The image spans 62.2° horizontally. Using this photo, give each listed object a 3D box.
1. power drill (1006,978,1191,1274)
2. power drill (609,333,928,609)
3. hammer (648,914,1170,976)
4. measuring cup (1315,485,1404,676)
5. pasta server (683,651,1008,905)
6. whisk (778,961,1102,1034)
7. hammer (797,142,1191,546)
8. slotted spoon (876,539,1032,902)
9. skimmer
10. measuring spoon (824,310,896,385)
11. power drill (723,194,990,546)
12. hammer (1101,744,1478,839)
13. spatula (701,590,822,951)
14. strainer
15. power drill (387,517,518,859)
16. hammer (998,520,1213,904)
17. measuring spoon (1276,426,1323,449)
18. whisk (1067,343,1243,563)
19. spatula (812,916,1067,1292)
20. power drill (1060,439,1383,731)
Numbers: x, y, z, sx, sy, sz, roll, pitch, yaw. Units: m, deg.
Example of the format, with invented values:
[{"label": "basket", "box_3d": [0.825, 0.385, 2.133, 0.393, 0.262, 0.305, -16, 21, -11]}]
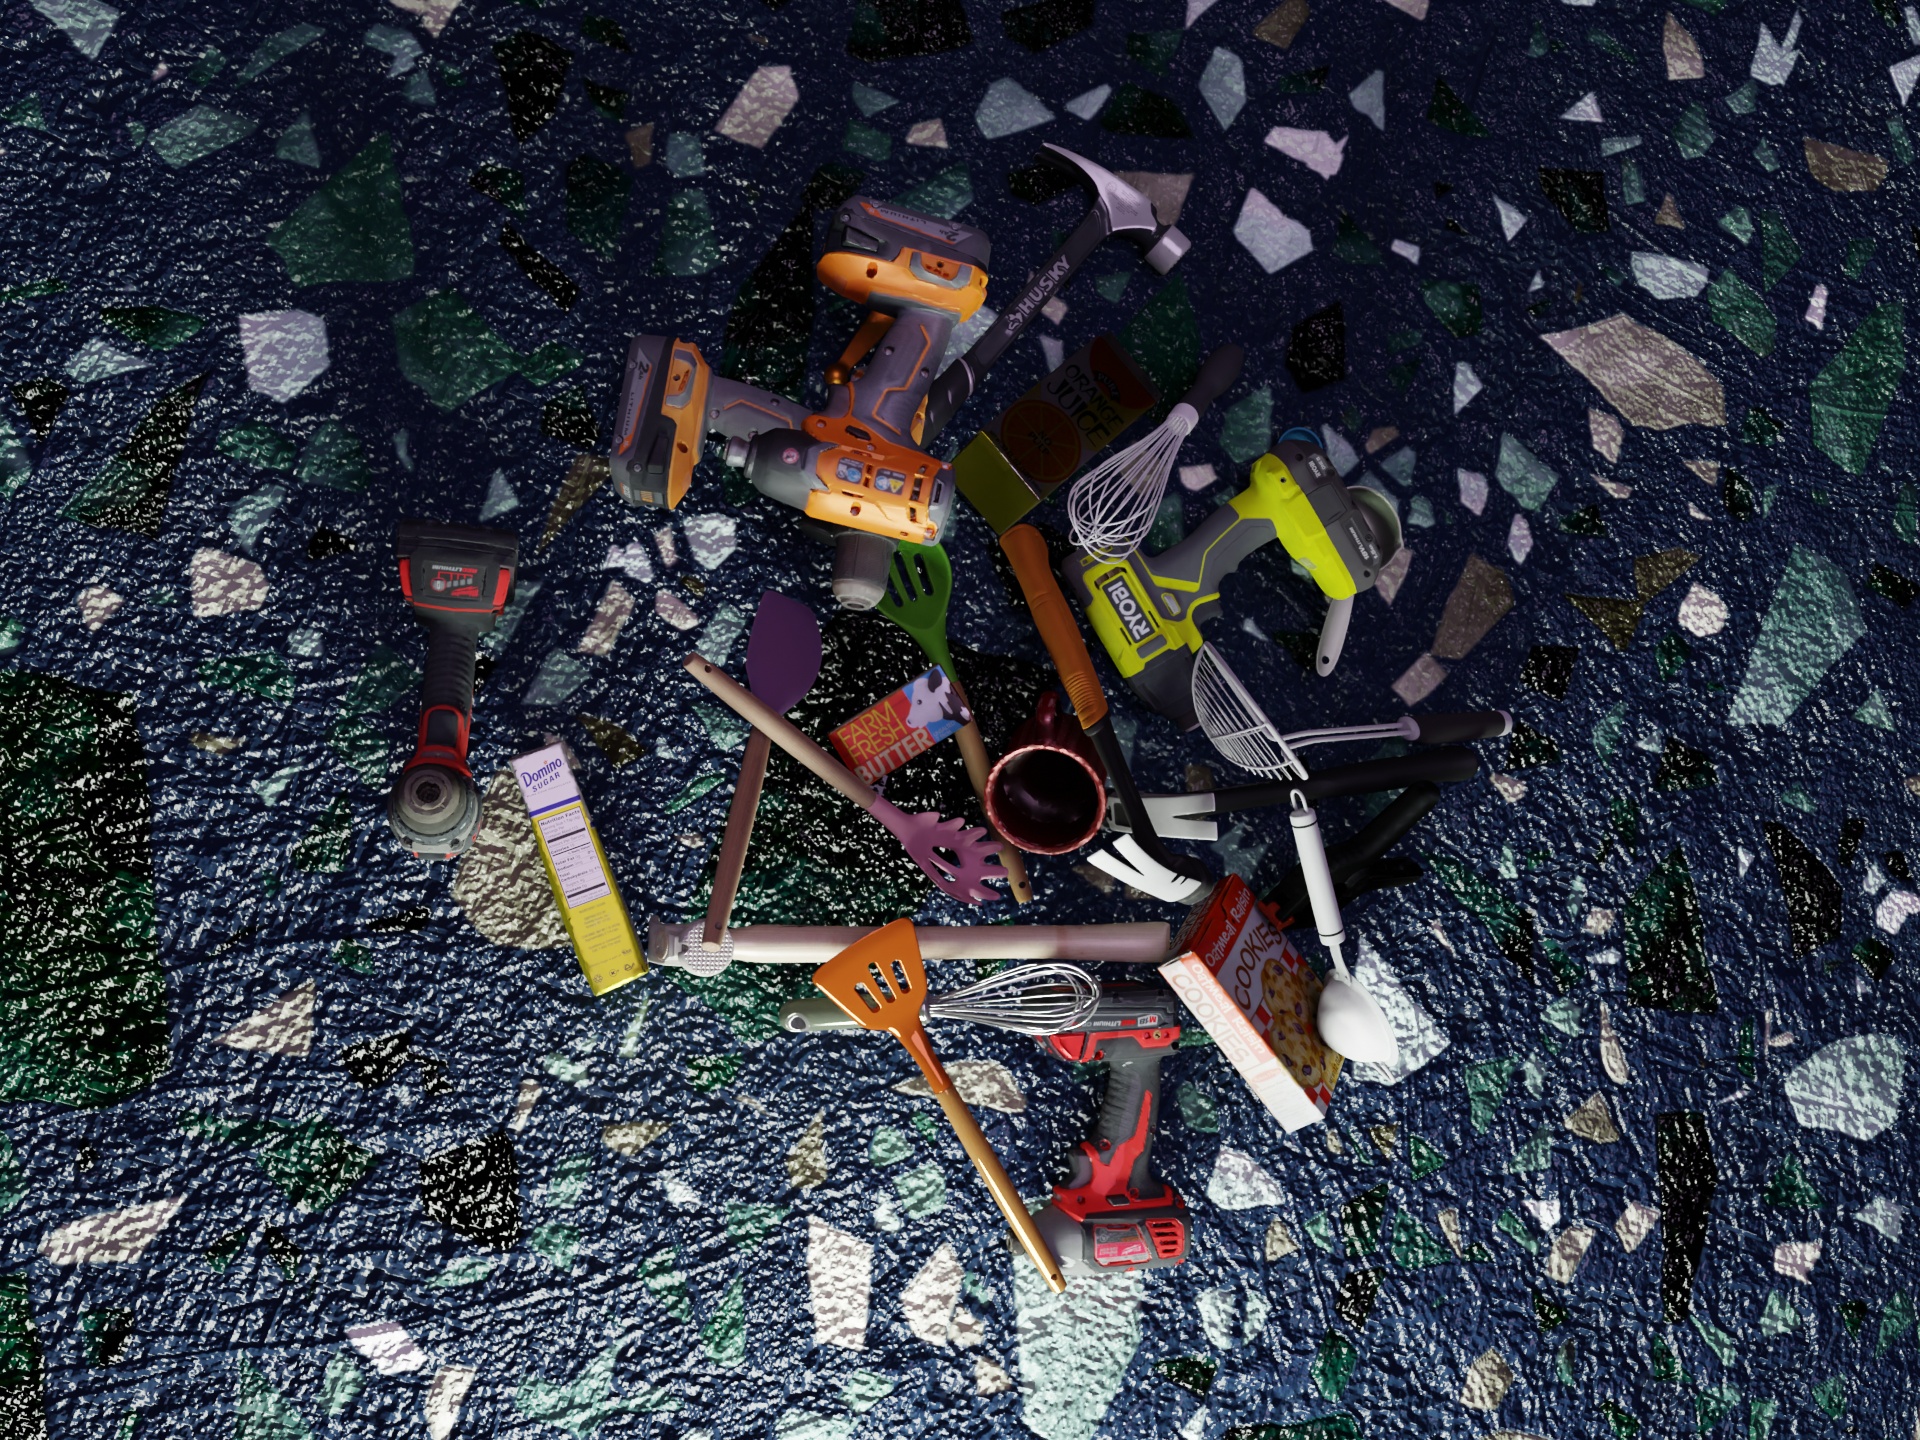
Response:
[{"label": "power drill", "box_3d": [0.103, 0.316, 1.229, 0.143, 0.078, 0.220, -1, 88, -14]}, {"label": "power drill", "box_3d": [-0.144, -0.186, 1.191, 0.226, 0.084, 0.185, 9, 78, -6]}, {"label": "hammer", "box_3d": [-0.028, 0.167, 1.203, 0.410, 0.146, 0.038, 3, 85, -24]}, {"label": "measuring cup", "box_3d": [0.319, -0.116, 1.346, 0.083, 0.038, 0.167, 18, 82, -12]}, {"label": "pasta server", "box_3d": [-0.080, 0.044, 1.172, 0.316, 0.040, 0.060, 41, 58, -32]}, {"label": "whisk", "box_3d": [-0.017, 0.211, 1.181, 0.246, 0.059, 0.057, -6, 118, 11]}, {"label": "hammer", "box_3d": [0.012, -0.296, 1.284, 0.149, 0.036, 0.409, 42, 77, -6]}, {"label": "slotted spoon", "box_3d": [-0.002, -0.004, 1.256, 0.070, 0.031, 0.314, -20, 92, -11]}, {"label": "skimmer", "box_3d": [0.329, -0.011, 1.266, 0.363, 0.090, 0.127, -3, 44, -32]}, {"label": "measuring spoon", "box_3d": [-0.071, -0.313, 1.275, 0.021, 0.011, 0.117, 38, 77, -8]}, {"label": "power drill", "box_3d": [-0.071, -0.251, 1.140, 0.164, 0.084, 0.226, 13, 81, -10]}, {"label": "hammer", "box_3d": [0.279, 0.054, 1.282, 0.334, 0.146, 0.035, -7, 94, -23]}, {"label": "spatula", "box_3d": [-0.145, 0.028, 1.143, 0.059, 0.018, 0.316, 25, 48, -19]}, {"label": "strainer", "box_3d": [0.284, 0.172, 1.220, 0.050, 0.087, 0.258, -21, 103, -18]}, {"label": "power drill", "box_3d": [-0.352, -0.019, 1.086, 0.080, 0.188, 0.227, 5, 79, -15]}, {"label": "hammer", "box_3d": [0.089, -0.021, 1.187, 0.127, 0.034, 0.337, 26, 36, -49]}, {"label": "measuring spoon", "box_3d": [0.258, -0.194, 1.351, 0.042, 0.021, 0.128, 40, 86, -9]}, {"label": "whisk", "box_3d": [0.164, -0.222, 1.273, 0.070, 0.070, 0.285, 43, 54, -7]}, {"label": "spatula", "box_3d": [0.000, 0.288, 1.151, 0.081, 0.041, 0.322, -31, 102, -9]}, {"label": "power drill", "box_3d": [0.216, -0.110, 1.283, 0.223, 0.080, 0.171, -31, 92, 0]}]
